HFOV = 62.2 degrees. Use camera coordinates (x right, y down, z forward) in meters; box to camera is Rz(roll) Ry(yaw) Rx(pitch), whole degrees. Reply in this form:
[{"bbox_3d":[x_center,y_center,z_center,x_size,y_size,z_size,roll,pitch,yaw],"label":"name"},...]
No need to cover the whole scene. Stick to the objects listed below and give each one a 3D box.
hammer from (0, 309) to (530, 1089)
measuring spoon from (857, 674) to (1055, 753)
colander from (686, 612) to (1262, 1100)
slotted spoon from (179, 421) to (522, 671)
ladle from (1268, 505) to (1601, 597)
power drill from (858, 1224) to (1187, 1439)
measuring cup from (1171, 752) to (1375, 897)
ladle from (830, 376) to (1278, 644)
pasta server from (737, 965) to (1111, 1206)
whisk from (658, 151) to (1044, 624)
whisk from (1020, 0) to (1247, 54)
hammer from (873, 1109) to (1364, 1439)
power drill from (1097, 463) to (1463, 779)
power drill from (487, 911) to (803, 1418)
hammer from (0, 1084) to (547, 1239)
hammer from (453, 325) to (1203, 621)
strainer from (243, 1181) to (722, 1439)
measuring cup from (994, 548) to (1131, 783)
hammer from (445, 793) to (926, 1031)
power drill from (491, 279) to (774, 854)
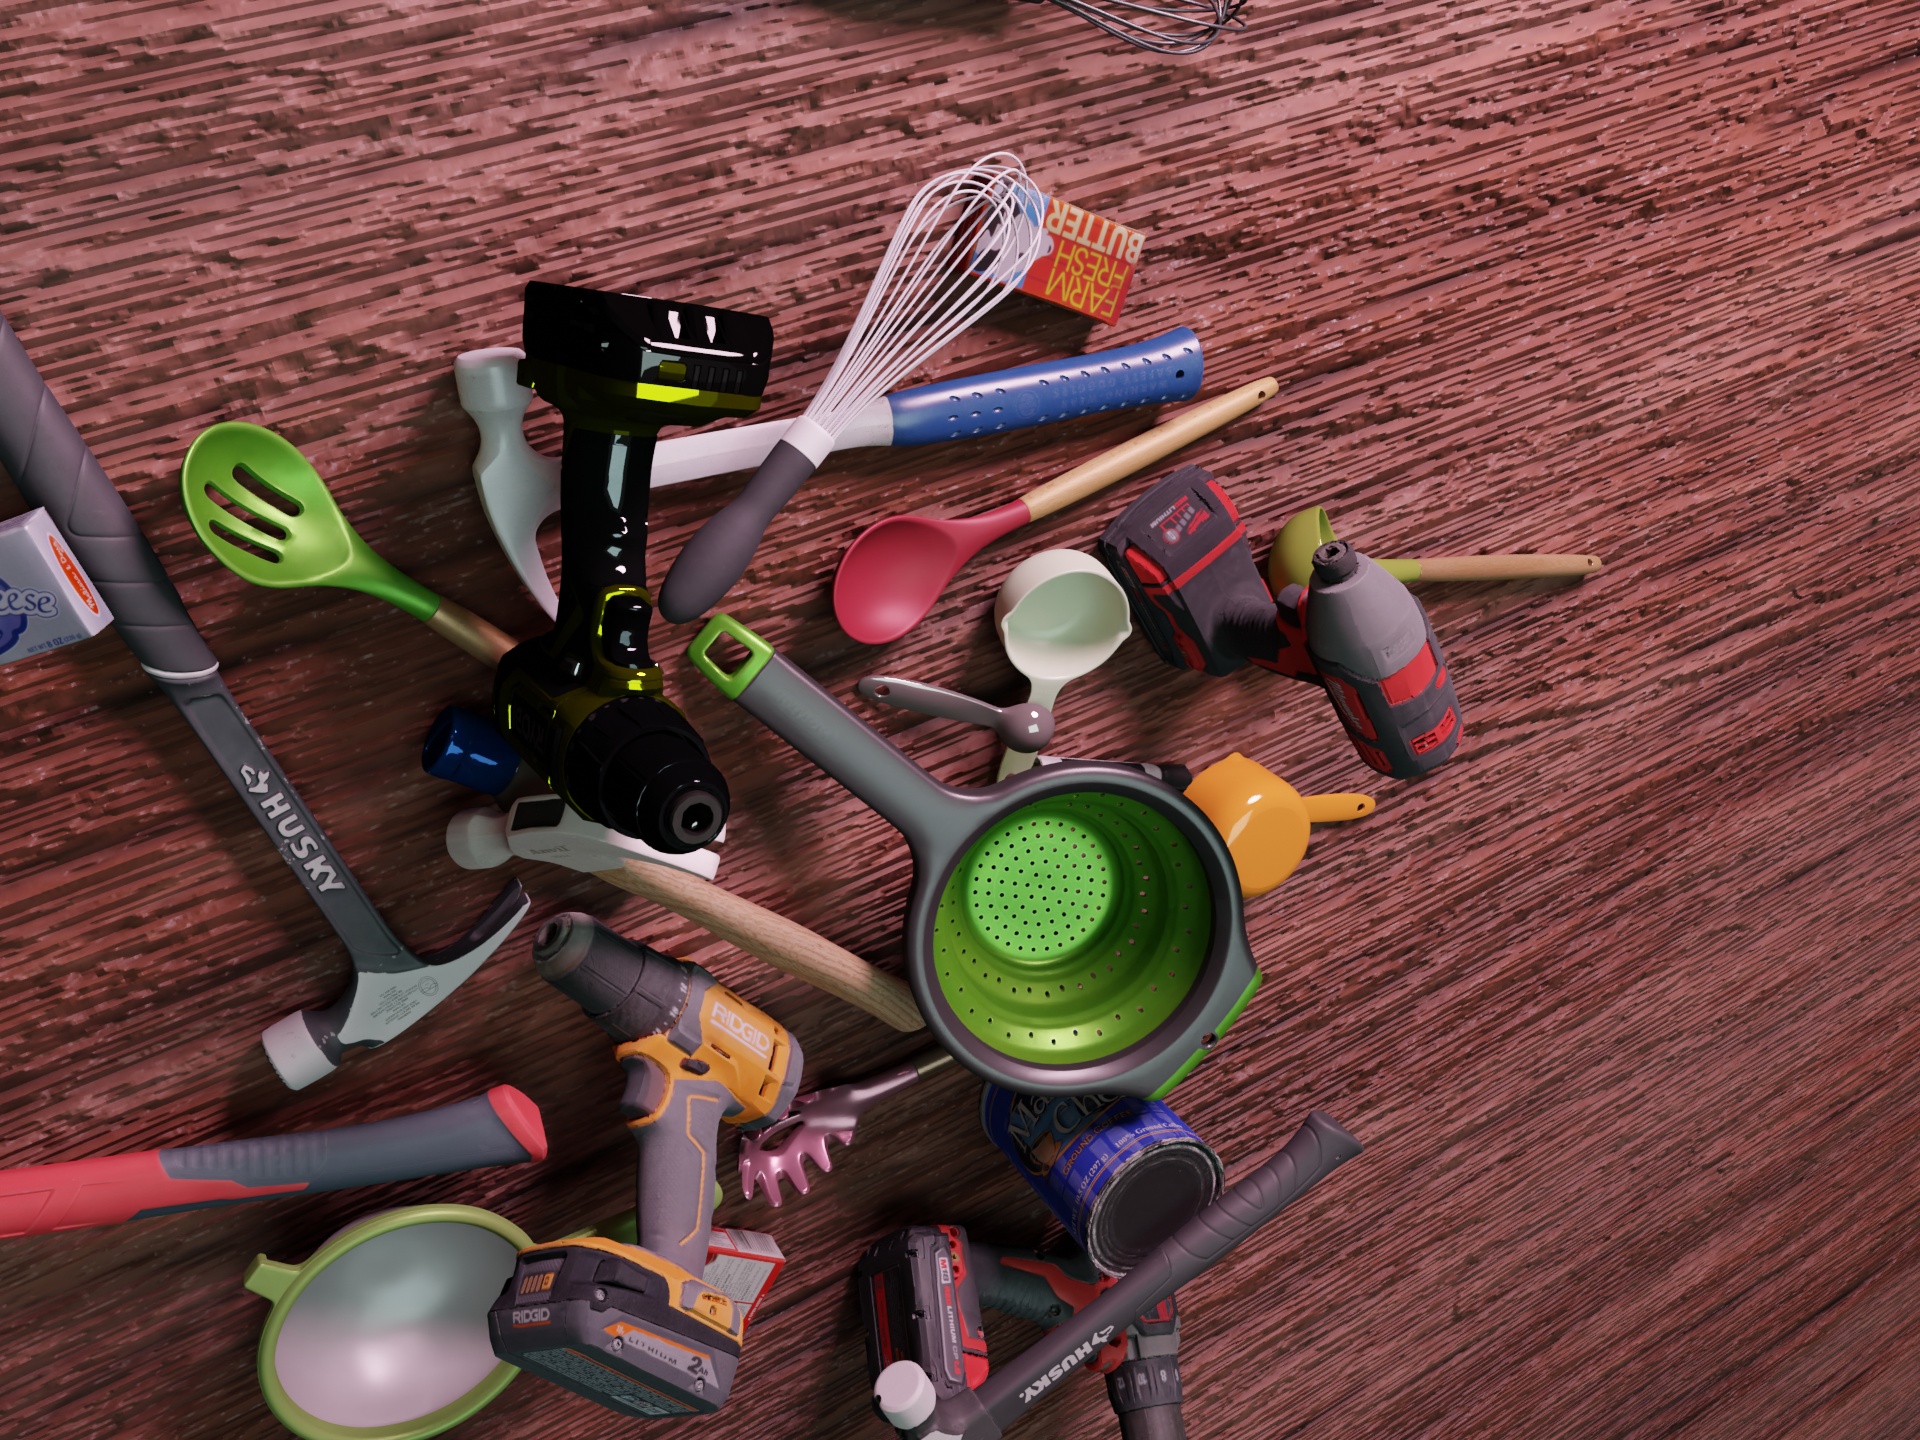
[{"bbox_3d":[-0.343,-0.011,0.732,0.149,0.036,0.408,-30,122,-16],"label":"hammer"},{"bbox_3d":[-0.001,-0.003,0.922,0.124,0.018,0.034,15,128,-19],"label":"measuring spoon"},{"bbox_3d":[0.000,0.065,0.939,0.396,0.094,0.204,40,92,-18],"label":"colander"},{"bbox_3d":[-0.239,-0.040,0.779,0.313,0.031,0.070,37,53,-39],"label":"slotted spoon"},{"bbox_3d":[0.330,-0.103,1.061,0.320,0.062,0.078,-5,85,-31],"label":"ladle"},{"bbox_3d":[0.054,0.422,1.066,0.226,0.188,0.080,8,149,-31],"label":"power drill"},{"bbox_3d":[0.227,0.072,1.079,0.173,0.052,0.095,-3,112,-26],"label":"measuring cup"},{"bbox_3d":[0.058,-0.132,0.911,0.315,0.031,0.069,-29,125,-18],"label":"ladle"},{"bbox_3d":[-0.003,0.217,1.023,0.316,0.040,0.060,-22,117,-21],"label":"pasta server"},{"bbox_3d":[-0.054,-0.160,0.774,0.070,0.070,0.284,41,84,-36],"label":"whisk"},{"bbox_3d":[0.040,-0.365,0.787,0.239,0.055,0.055,-4,113,-23],"label":"whisk"},{"bbox_3d":[0.113,0.352,0.974,0.335,0.035,0.146,-34,123,-13],"label":"hammer"},{"bbox_3d":[0.177,-0.063,0.889,0.078,0.220,0.143,-40,125,-9],"label":"power drill"},{"bbox_3d":[-0.173,0.225,0.839,0.084,0.226,0.185,-19,133,30],"label":"power drill"},{"bbox_3d":[-0.404,0.242,0.786,0.386,0.038,0.143,-2,113,-23],"label":"hammer"},{"bbox_3d":[-0.049,-0.150,0.837,0.405,0.035,0.144,-15,117,-23],"label":"hammer"},{"bbox_3d":[-0.263,0.301,0.895,0.256,0.069,0.151,-18,117,-26],"label":"strainer"},{"bbox_3d":[0.045,-0.028,0.949,0.083,0.038,0.167,3,127,-22],"label":"measuring cup"},{"bbox_3d":[-0.113,0.113,0.872,0.331,0.130,0.031,38,52,-48],"label":"hammer"},{"bbox_3d":[-0.142,-0.065,0.686,0.080,0.191,0.228,0,106,-33],"label":"power drill"}]
